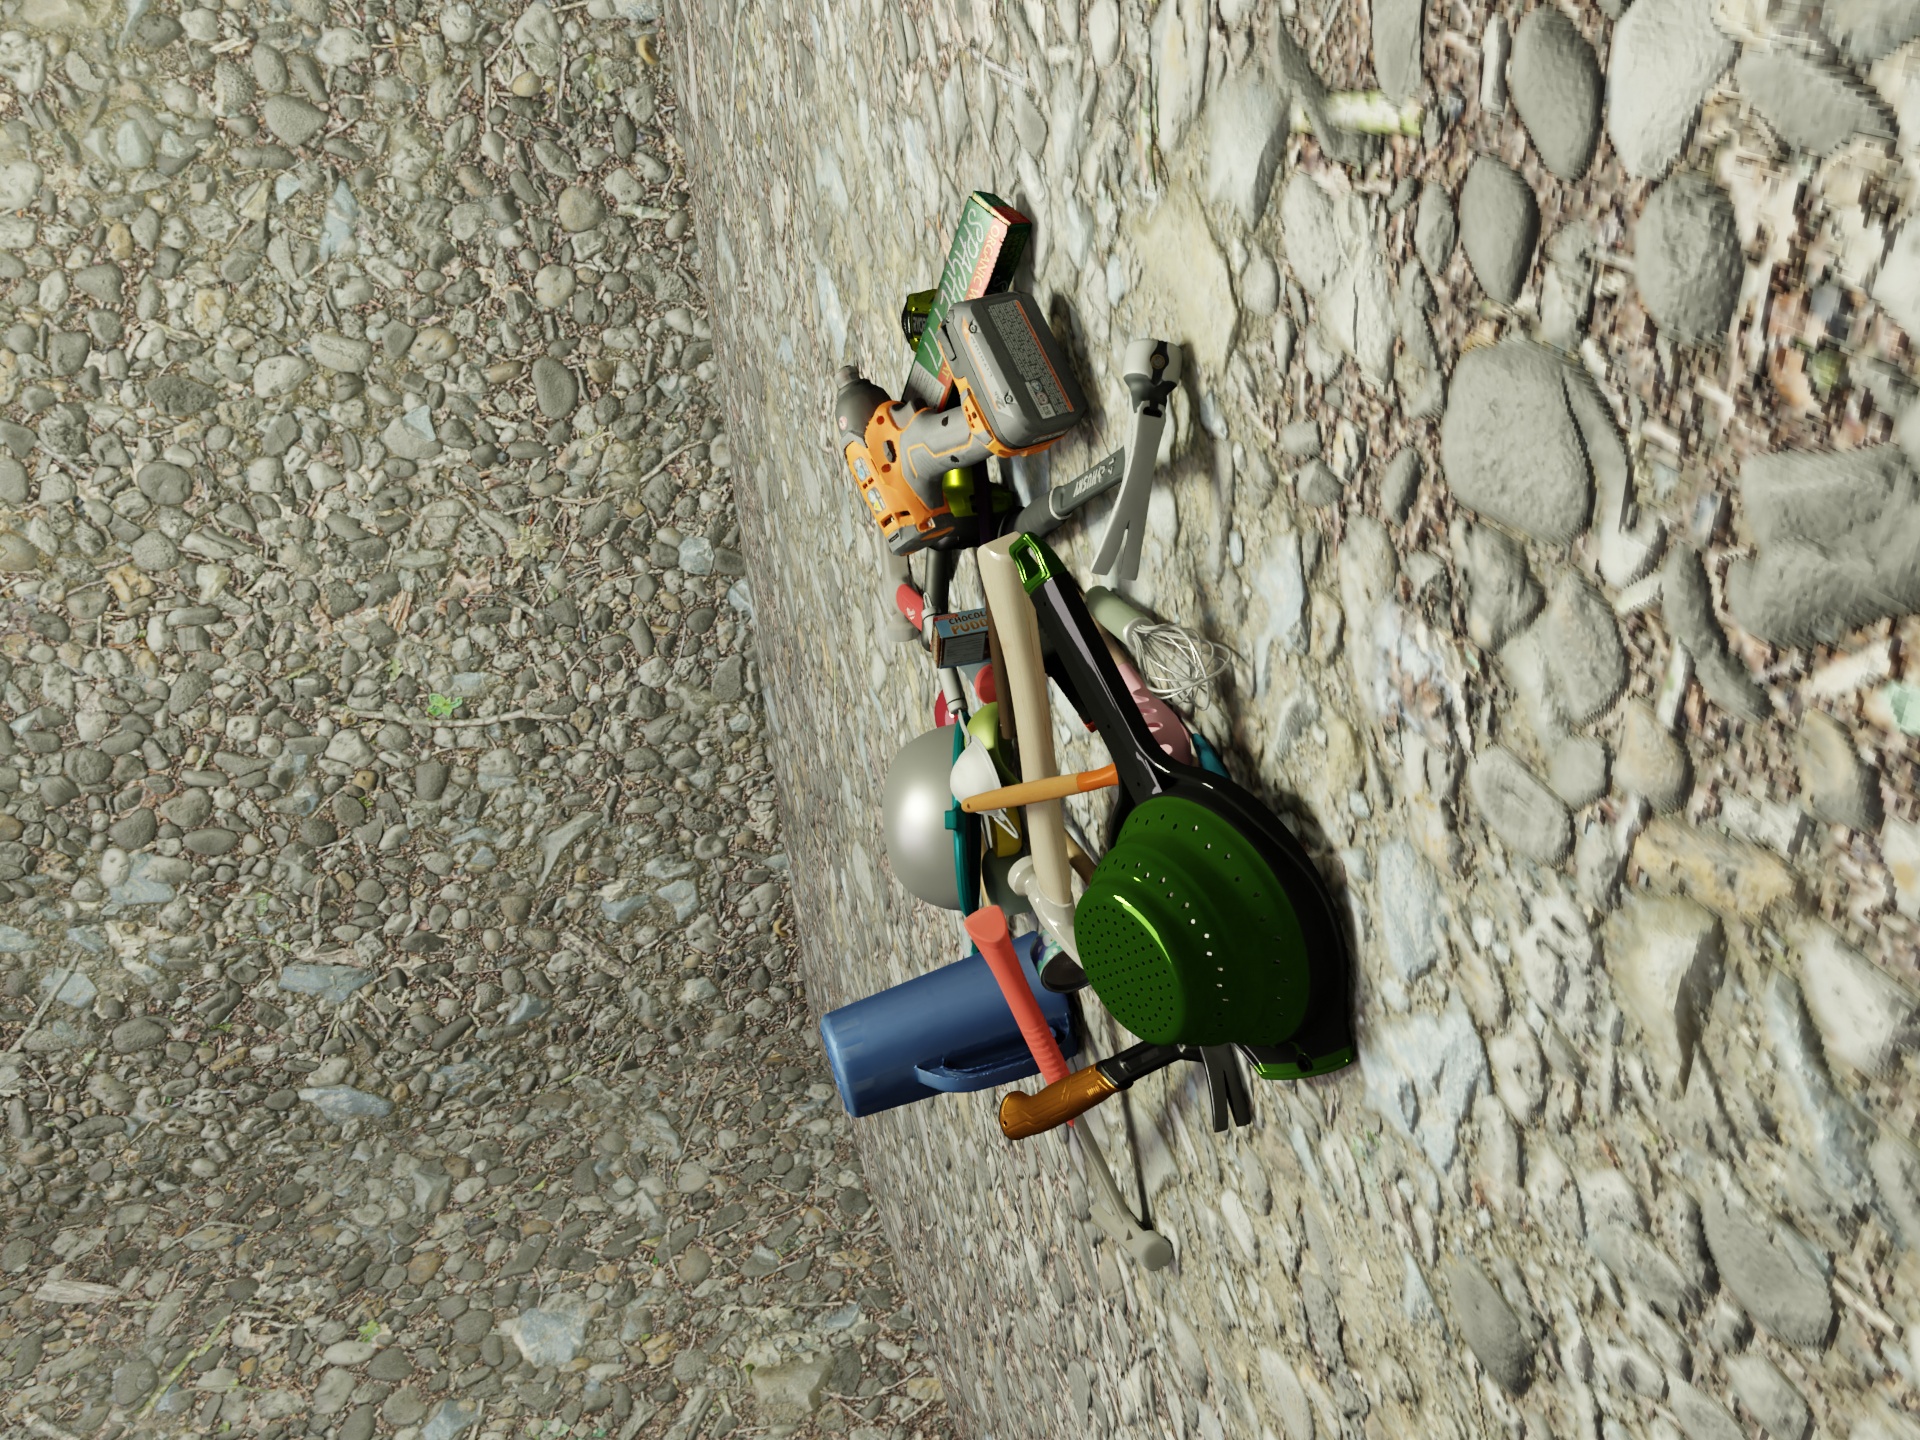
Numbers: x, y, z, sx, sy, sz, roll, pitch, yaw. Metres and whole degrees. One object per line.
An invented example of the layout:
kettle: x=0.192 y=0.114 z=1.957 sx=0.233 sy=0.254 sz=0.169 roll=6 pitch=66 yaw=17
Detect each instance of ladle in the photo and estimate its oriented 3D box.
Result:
ladle: x=0.086 y=0.083 z=1.454 sx=0.320 sy=0.062 sz=0.078 roll=-129 pitch=26 yaw=-49
ladle: x=0.014 y=0.112 z=1.785 sx=0.069 sy=0.031 sz=0.315 roll=-175 pitch=72 yaw=-76

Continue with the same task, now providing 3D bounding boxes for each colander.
colander: x=0.102 y=0.067 z=1.020 sx=0.397 sy=0.094 sz=0.204 roll=63 pitch=151 yaw=6

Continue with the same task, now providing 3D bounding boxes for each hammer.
hammer: x=-0.024 y=-0.111 z=1.711 sx=0.387 sy=0.038 sz=0.143 roll=-134 pitch=35 yaw=-65
hammer: x=0.119 y=0.305 z=1.312 sx=0.336 sy=0.034 sz=0.127 roll=-45 pitch=57 yaw=54
hammer: x=0.080 y=-0.160 z=1.185 sx=0.409 sy=0.036 sz=0.149 roll=171 pitch=109 yaw=-80
hammer: x=0.090 y=0.332 z=1.469 sx=0.359 sy=0.036 sz=0.149 roll=65 pitch=167 yaw=-11
hammer: x=0.067 y=0.032 z=1.280 sx=0.146 sy=0.038 sz=0.410 roll=46 pitch=155 yaw=45

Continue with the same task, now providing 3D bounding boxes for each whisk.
whisk: x=0.130 y=-0.060 z=1.118 sx=0.057 sy=0.059 sz=0.246 roll=64 pitch=177 yaw=-21

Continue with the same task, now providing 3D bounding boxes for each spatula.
spatula: x=0.027 y=-0.123 z=1.383 sx=0.060 sy=0.018 sz=0.315 roll=-106 pitch=7 yaw=-62
spatula: x=0.073 y=0.052 z=1.200 sx=0.322 sy=0.041 sz=0.081 roll=-17 pitch=96 yaw=61

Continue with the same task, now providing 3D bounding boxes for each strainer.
strainer: x=-0.002 y=-0.005 z=1.498 sx=0.086 sy=0.050 sz=0.259 roll=109 pitch=147 yaw=-67
strainer: x=-0.028 y=0.146 z=1.679 sx=0.211 sy=0.095 sz=0.340 roll=-87 pitch=-6 yaw=-47

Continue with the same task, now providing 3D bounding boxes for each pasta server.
pasta server: x=0.109 y=-0.049 z=1.225 sx=0.317 sy=0.040 sz=0.060 roll=-118 pitch=6 yaw=-52

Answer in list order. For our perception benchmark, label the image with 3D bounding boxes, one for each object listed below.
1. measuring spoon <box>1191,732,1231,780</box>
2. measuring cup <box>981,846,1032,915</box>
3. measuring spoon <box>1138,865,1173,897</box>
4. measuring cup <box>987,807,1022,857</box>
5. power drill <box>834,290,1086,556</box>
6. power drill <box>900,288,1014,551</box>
measuring spoon: x=0.176 y=0.057 z=1.072 sx=0.042 sy=0.021 sz=0.129 roll=93 pitch=159 yaw=-47
measuring cup: x=0.057 y=0.170 z=1.626 sx=0.167 sy=0.038 sz=0.083 roll=-164 pitch=63 yaw=-77
measuring spoon: x=0.155 y=0.120 z=1.246 sx=0.124 sy=0.018 sz=0.034 roll=154 pitch=104 yaw=-83
measuring cup: x=0.041 y=0.088 z=1.672 sx=0.157 sy=0.029 sz=0.062 roll=-102 pitch=8 yaw=-62
power drill: x=-0.018 y=-0.246 z=1.259 sx=0.226 sy=0.084 sz=0.164 roll=-31 pitch=85 yaw=51
power drill: x=-0.009 y=-0.274 z=1.434 sx=0.171 sy=0.080 sz=0.223 roll=-140 pitch=44 yaw=-67
